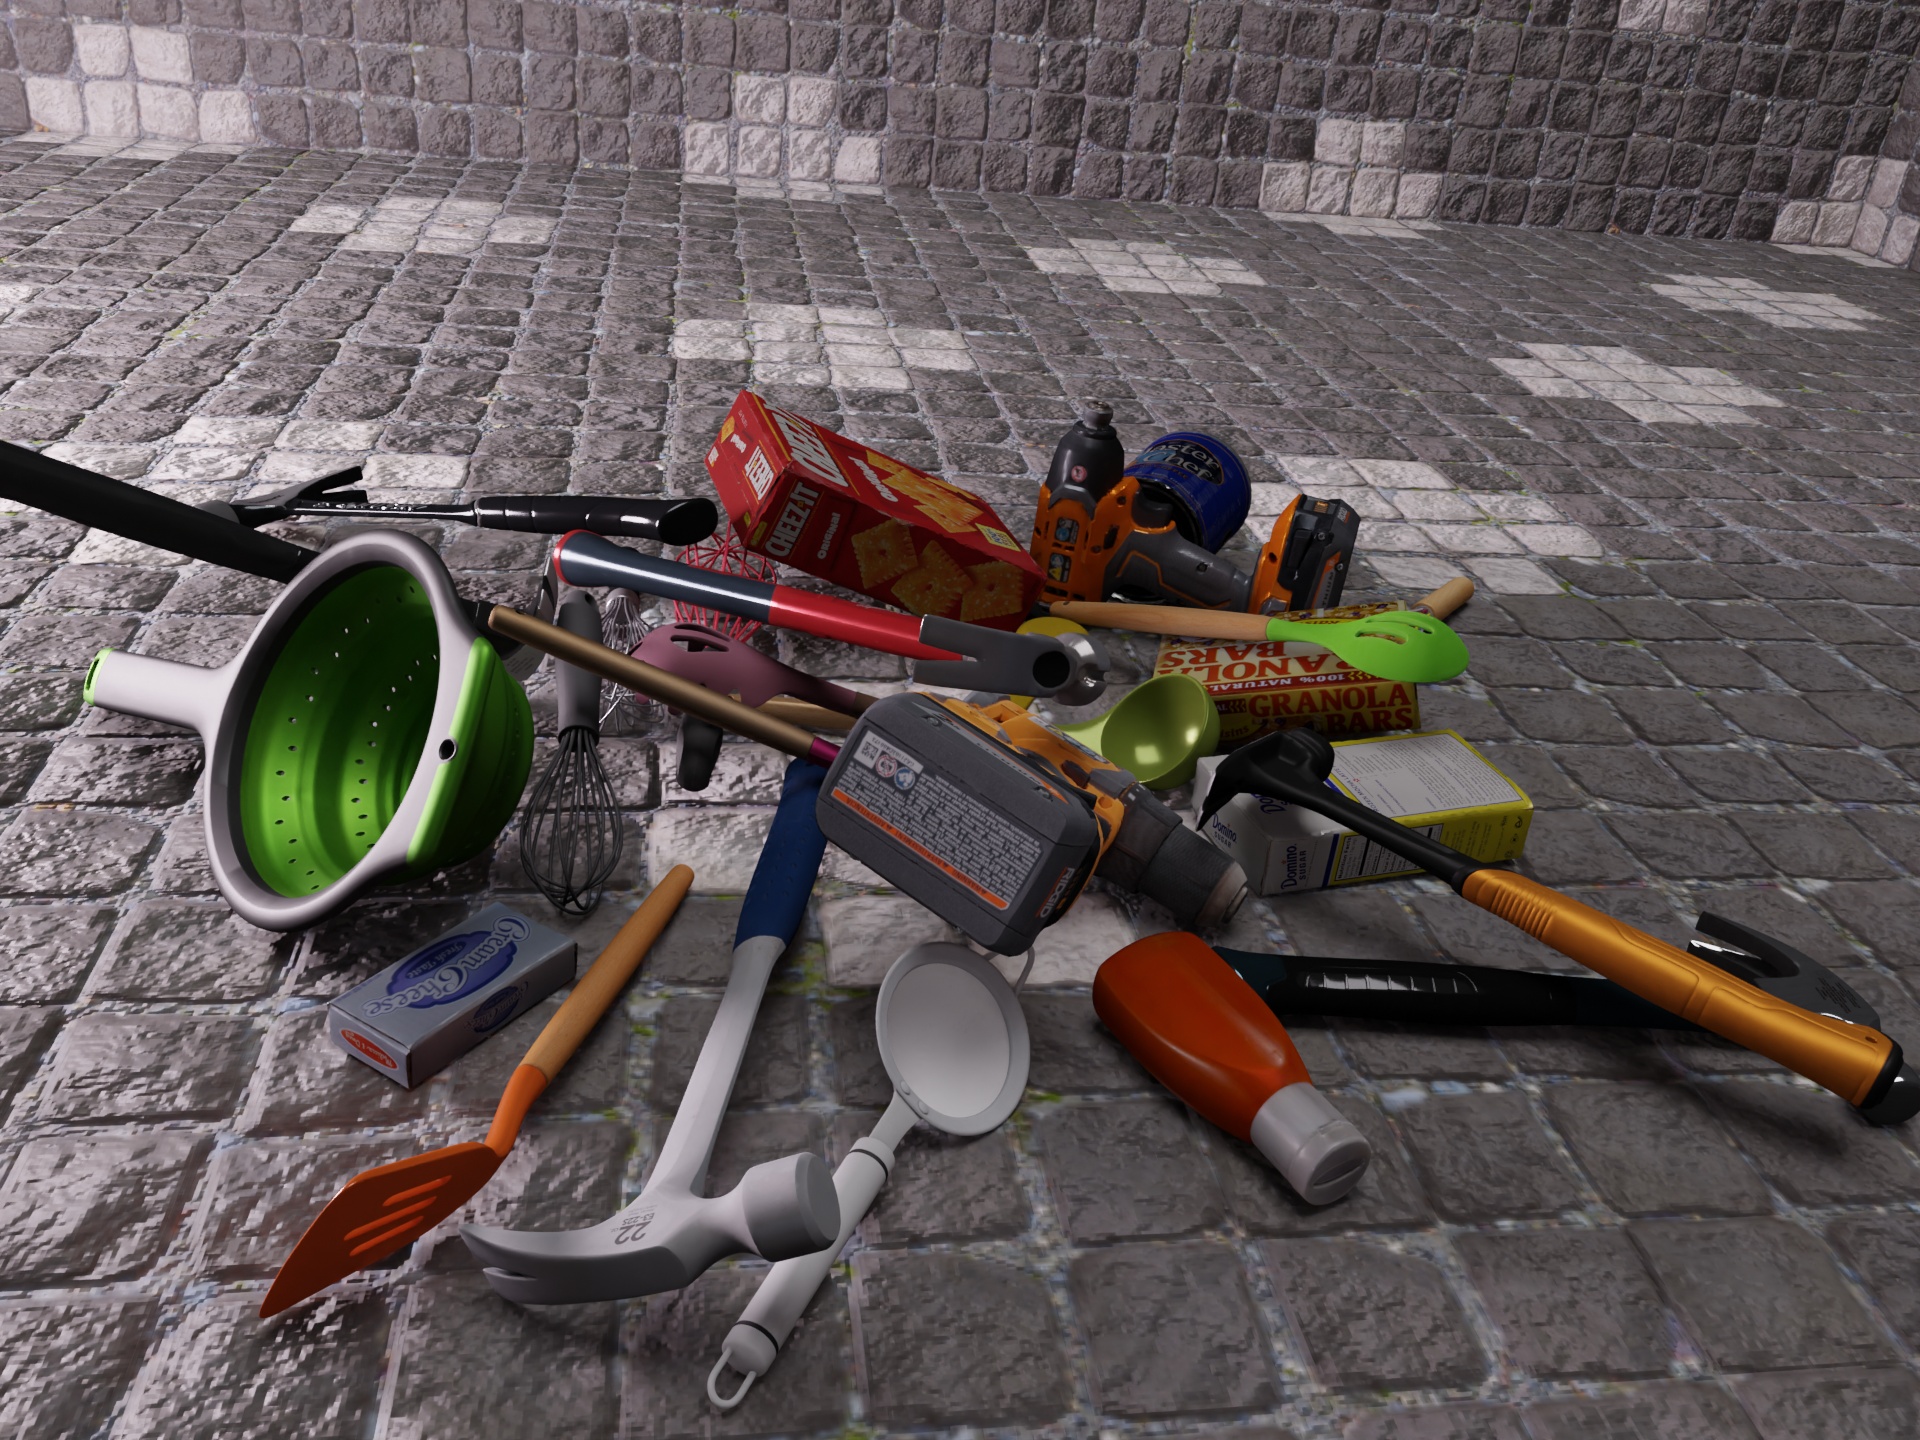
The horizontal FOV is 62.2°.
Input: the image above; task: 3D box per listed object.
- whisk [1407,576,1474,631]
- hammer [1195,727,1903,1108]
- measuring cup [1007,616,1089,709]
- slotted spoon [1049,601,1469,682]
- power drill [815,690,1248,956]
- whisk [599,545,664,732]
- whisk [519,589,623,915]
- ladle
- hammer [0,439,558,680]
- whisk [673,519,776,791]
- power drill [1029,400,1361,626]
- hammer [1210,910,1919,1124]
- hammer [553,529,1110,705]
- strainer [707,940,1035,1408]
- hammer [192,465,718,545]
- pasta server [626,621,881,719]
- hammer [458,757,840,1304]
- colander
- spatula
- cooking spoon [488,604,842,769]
[{"bbox_3d":[0.342,-0.073,1.187,0.051,0.047,0.245,46,36,13],"label":"whisk"},{"bbox_3d":[0.280,0.094,0.783,0.337,0.034,0.127,28,26,28],"label":"hammer"},{"bbox_3d":[0.044,-0.031,1.067,0.062,0.029,0.156,16,30,18],"label":"measuring cup"},{"bbox_3d":[0.181,-0.061,1.041,0.314,0.031,0.070,9,35,43],"label":"slotted spoon"},{"bbox_3d":[0.046,0.053,0.787,0.185,0.084,0.226,33,11,15],"label":"power drill"},{"bbox_3d":[-0.227,-0.064,1.059,0.070,0.070,0.285,0,23,-10],"label":"whisk"},{"bbox_3d":[-0.212,0.008,0.872,0.055,0.055,0.239,-1,44,-12],"label":"whisk"},{"bbox_3d":[-0.002,-0.003,0.982,0.320,0.062,0.078,5,57,6],"label":"ladle"},{"bbox_3d":[-0.383,-0.093,0.871,0.334,0.146,0.035,20,60,-31],"label":"hammer"},{"bbox_3d":[-0.155,-0.045,1.000,0.073,0.073,0.296,3,32,-6],"label":"whisk"},{"bbox_3d":[0.163,-0.130,1.135,0.226,0.164,0.084,15,28,13],"label":"power drill"},{"bbox_3d":[0.288,0.139,0.792,0.331,0.033,0.128,4,29,-3],"label":"hammer"},{"bbox_3d":[-0.112,-0.066,0.889,0.386,0.038,0.143,15,6,37],"label":"hammer"},{"bbox_3d":[-0.036,0.176,0.657,0.087,0.050,0.258,51,38,-8],"label":"strainer"},{"bbox_3d":[-0.350,-0.147,1.126,0.409,0.036,0.149,5,23,25],"label":"hammer"},{"bbox_3d":[-0.040,0.004,0.925,0.316,0.040,0.060,19,35,-10],"label":"pasta server"},{"bbox_3d":[-0.101,0.113,0.735,0.144,0.035,0.406,-17,21,11],"label":"hammer"},{"bbox_3d":[-0.349,0.004,0.861,0.397,0.204,0.094,8,-11,39],"label":"colander"},{"bbox_3d":[-0.184,0.137,0.694,0.041,0.081,0.323,35,25,-4],"label":"spatula"},{"bbox_3d":[-0.106,0.005,0.868,0.319,0.017,0.069,23,16,-5],"label":"cooking spoon"}]
